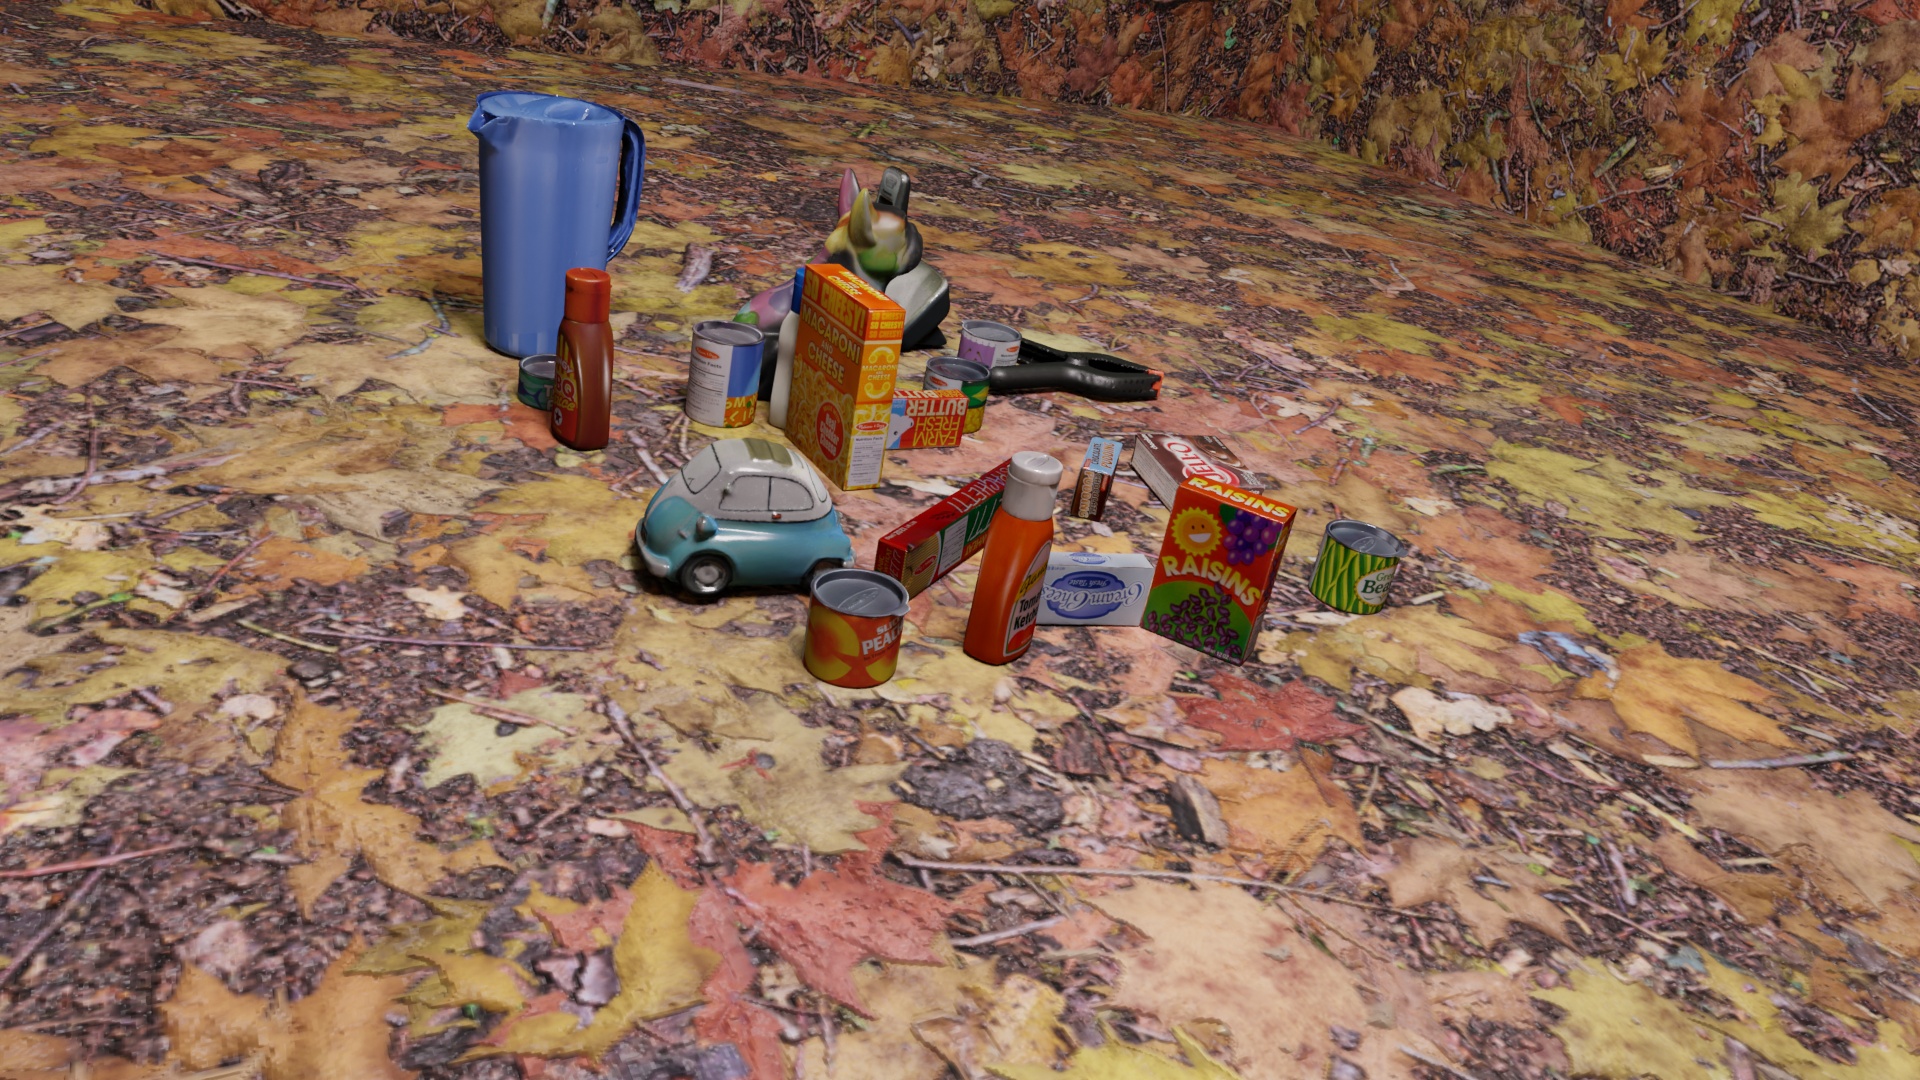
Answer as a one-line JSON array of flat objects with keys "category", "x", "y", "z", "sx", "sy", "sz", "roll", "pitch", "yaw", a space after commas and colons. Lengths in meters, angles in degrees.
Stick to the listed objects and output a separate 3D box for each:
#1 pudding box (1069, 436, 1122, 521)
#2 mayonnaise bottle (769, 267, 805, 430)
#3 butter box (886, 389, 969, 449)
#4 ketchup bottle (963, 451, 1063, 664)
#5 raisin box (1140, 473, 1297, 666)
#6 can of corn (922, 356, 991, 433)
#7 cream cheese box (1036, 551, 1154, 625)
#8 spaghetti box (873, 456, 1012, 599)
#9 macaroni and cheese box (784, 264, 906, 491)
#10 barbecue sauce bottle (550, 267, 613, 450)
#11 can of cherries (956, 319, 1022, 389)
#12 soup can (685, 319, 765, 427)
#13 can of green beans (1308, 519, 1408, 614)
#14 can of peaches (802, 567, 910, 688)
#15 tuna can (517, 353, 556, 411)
[{"category": "pudding box", "x": 0.124, "y": -0.057, "z": 1.265, "sx": 0.030, "sy": 0.049, "sz": 0.084, "roll": 14, "pitch": 26, "yaw": 7}, {"category": "mayonnaise bottle", "x": -0.144, "y": -0.178, "z": 1.295, "sx": 0.041, "sy": 0.147, "sz": 0.065, "roll": 21, "pitch": 27, "yaw": 20}, {"category": "butter box", "x": -0.045, "y": -0.114, "z": 1.312, "sx": 0.104, "sy": 0.053, "sz": 0.024, "roll": -5, "pitch": 30, "yaw": -29}, {"category": "ketchup bottle", "x": 0.039, "y": 0.011, "z": 0.979, "sx": 0.043, "sy": 0.148, "sz": 0.065, "roll": 22, "pitch": 28, "yaw": 23}, {"category": "raisin box", "x": 0.194, "y": 0.021, "z": 1.048, "sx": 0.086, "sy": 0.122, "sz": 0.040, "roll": 22, "pitch": 27, "yaw": 22}, {"category": "can of corn", "x": -0.004, "y": -0.146, "z": 1.386, "sx": 0.071, "sy": 0.058, "sz": 0.071, "roll": 9, "pitch": 26, "yaw": -4}, {"category": "cream cheese box", "x": 0.092, "y": 0.037, "z": 1.056, "sx": 0.104, "sy": 0.053, "sz": 0.024, "roll": 2, "pitch": 27, "yaw": -19}, {"category": "spaghetti box", "x": 0.004, "y": -0.014, "z": 1.130, "sx": 0.029, "sy": 0.050, "sz": 0.251, "roll": 21, "pitch": 28, "yaw": 21}, {"category": "macaroni and cheese box", "x": -0.104, "y": -0.145, "z": 1.222, "sx": 0.040, "sy": 0.165, "sz": 0.124, "roll": -7, "pitch": 30, "yaw": -33}, {"category": "barbecue sauce bottle", "x": -0.319, "y": -0.155, "z": 1.178, "sx": 0.044, "sy": 0.147, "sz": 0.065, "roll": -10, "pitch": 32, "yaw": -37}, {"category": "can of cherries", "x": 0.028, "y": -0.203, "z": 1.517, "sx": 0.071, "sy": 0.058, "sz": 0.072, "roll": 9, "pitch": 26, "yaw": -4}, {"category": "soup can", "x": -0.218, "y": -0.156, "z": 1.294, "sx": 0.071, "sy": 0.083, "sz": 0.071, "roll": 9, "pitch": 25, "yaw": -4}, {"category": "can of green beans", "x": 0.334, "y": 0.022, "z": 1.177, "sx": 0.071, "sy": 0.057, "sz": 0.071, "roll": 9, "pitch": 26, "yaw": -4}, {"category": "can of peaches", "x": -0.070, "y": 0.060, "z": 0.940, "sx": 0.071, "sy": 0.057, "sz": 0.071, "roll": 9, "pitch": 26, "yaw": -4}, {"category": "tuna can", "x": -0.369, "y": -0.143, "z": 1.267, "sx": 0.071, "sy": 0.032, "sz": 0.071, "roll": 9, "pitch": 26, "yaw": -4}]
